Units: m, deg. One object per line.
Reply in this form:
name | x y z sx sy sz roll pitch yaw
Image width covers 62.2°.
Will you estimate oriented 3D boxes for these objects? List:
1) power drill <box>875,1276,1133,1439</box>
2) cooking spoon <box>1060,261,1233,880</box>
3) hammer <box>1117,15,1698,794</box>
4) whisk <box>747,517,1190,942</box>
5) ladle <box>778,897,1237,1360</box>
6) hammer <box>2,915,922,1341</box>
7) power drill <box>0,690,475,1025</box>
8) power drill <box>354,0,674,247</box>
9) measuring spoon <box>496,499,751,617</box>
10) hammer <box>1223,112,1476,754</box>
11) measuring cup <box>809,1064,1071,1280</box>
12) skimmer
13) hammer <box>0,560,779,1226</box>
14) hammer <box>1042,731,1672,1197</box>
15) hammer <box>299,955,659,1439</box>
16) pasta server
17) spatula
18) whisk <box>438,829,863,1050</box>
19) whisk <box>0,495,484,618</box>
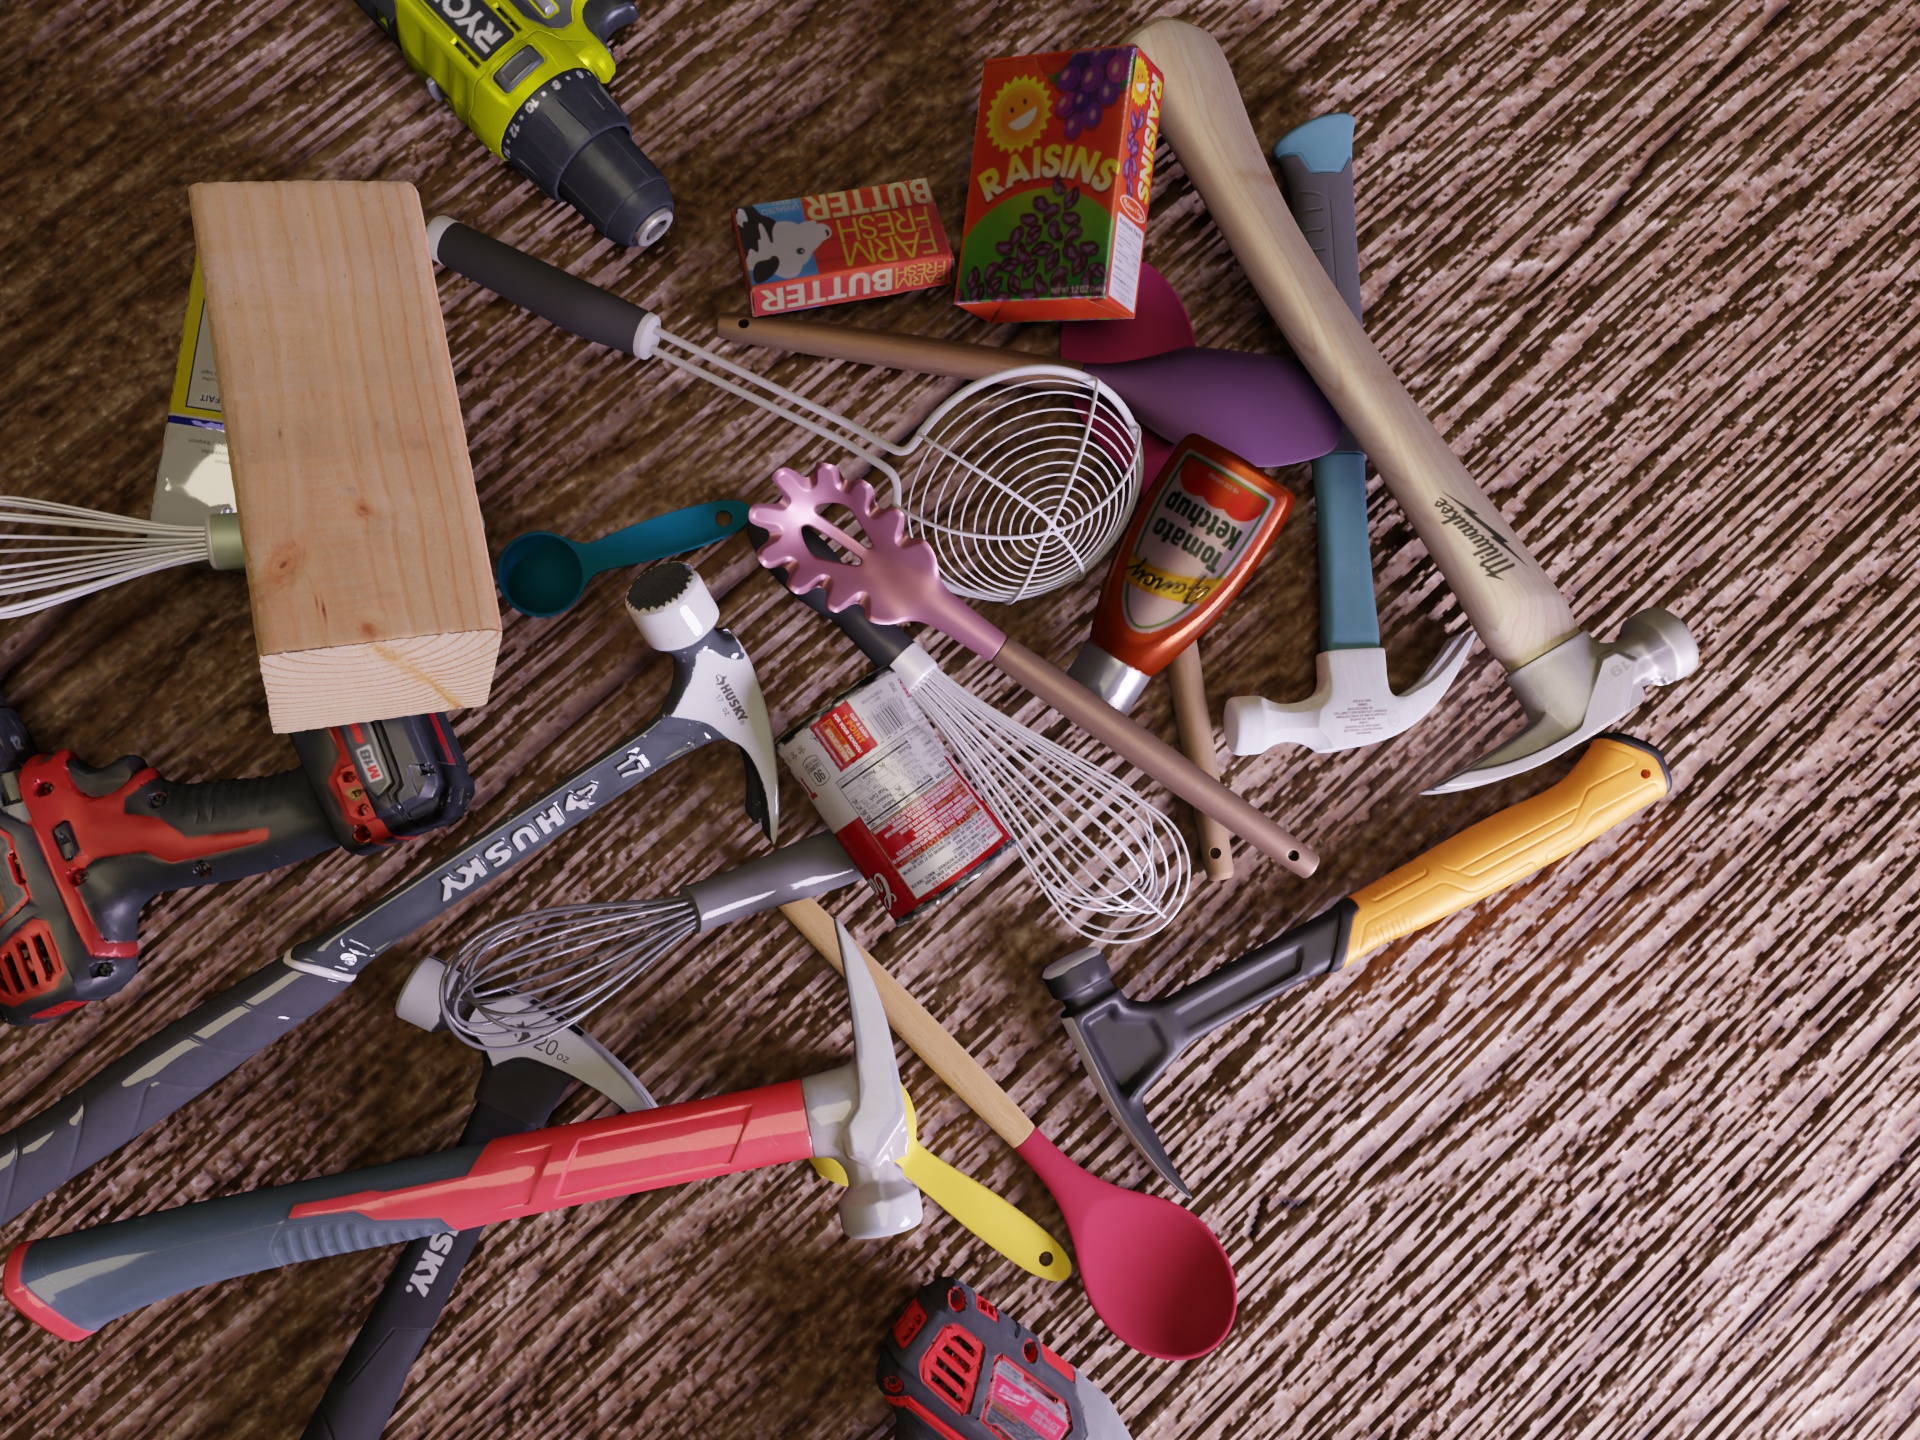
power drill | -0.017 0.385 0.730 0.143 0.078 0.220 37 79 -3
cooking spoon | 0.104 -0.077 0.809 0.069 0.017 0.319 -10 86 7
hammer | 0.185 -0.163 0.775 0.146 0.038 0.411 -30 83 -10
whisk | -0.002 -0.002 0.773 0.284 0.070 0.070 44 82 4
ladle | 0.012 0.185 0.772 0.315 0.031 0.069 46 70 1
hammer | -0.218 0.190 0.704 0.386 0.038 0.143 -10 85 -6
power drill | -0.360 0.012 0.721 0.226 0.080 0.188 -24 88 -5
power drill | -0.155 -0.361 0.775 0.228 0.080 0.190 -44 91 -5
measuring spoon | -0.164 -0.083 0.783 0.128 0.021 0.042 -20 87 -17
hammer | 0.192 -0.149 0.818 0.128 0.033 0.331 -2 85 -6
measuring cup | -0.009 0.224 0.764 0.156 0.029 0.062 36 82 -1
skimmer | -0.087 -0.168 0.781 0.363 0.090 0.127 27 121 7
hammer | -0.256 0.096 0.687 0.409 0.036 0.149 -35 132 -12
hammer | 0.215 0.104 0.799 0.337 0.034 0.127 -27 88 -8
hammer | -0.257 0.289 0.728 0.146 0.035 0.335 27 83 -3
pasta server | 0.040 -0.017 0.747 0.316 0.040 0.060 35 98 -5
spatula | 0.034 -0.173 0.794 0.316 0.018 0.060 9 82 0
whisk | -0.120 0.089 0.725 0.239 0.055 0.055 -19 88 -30
whisk | -0.336 -0.078 0.697 0.246 0.059 0.058 -7 61 -17
